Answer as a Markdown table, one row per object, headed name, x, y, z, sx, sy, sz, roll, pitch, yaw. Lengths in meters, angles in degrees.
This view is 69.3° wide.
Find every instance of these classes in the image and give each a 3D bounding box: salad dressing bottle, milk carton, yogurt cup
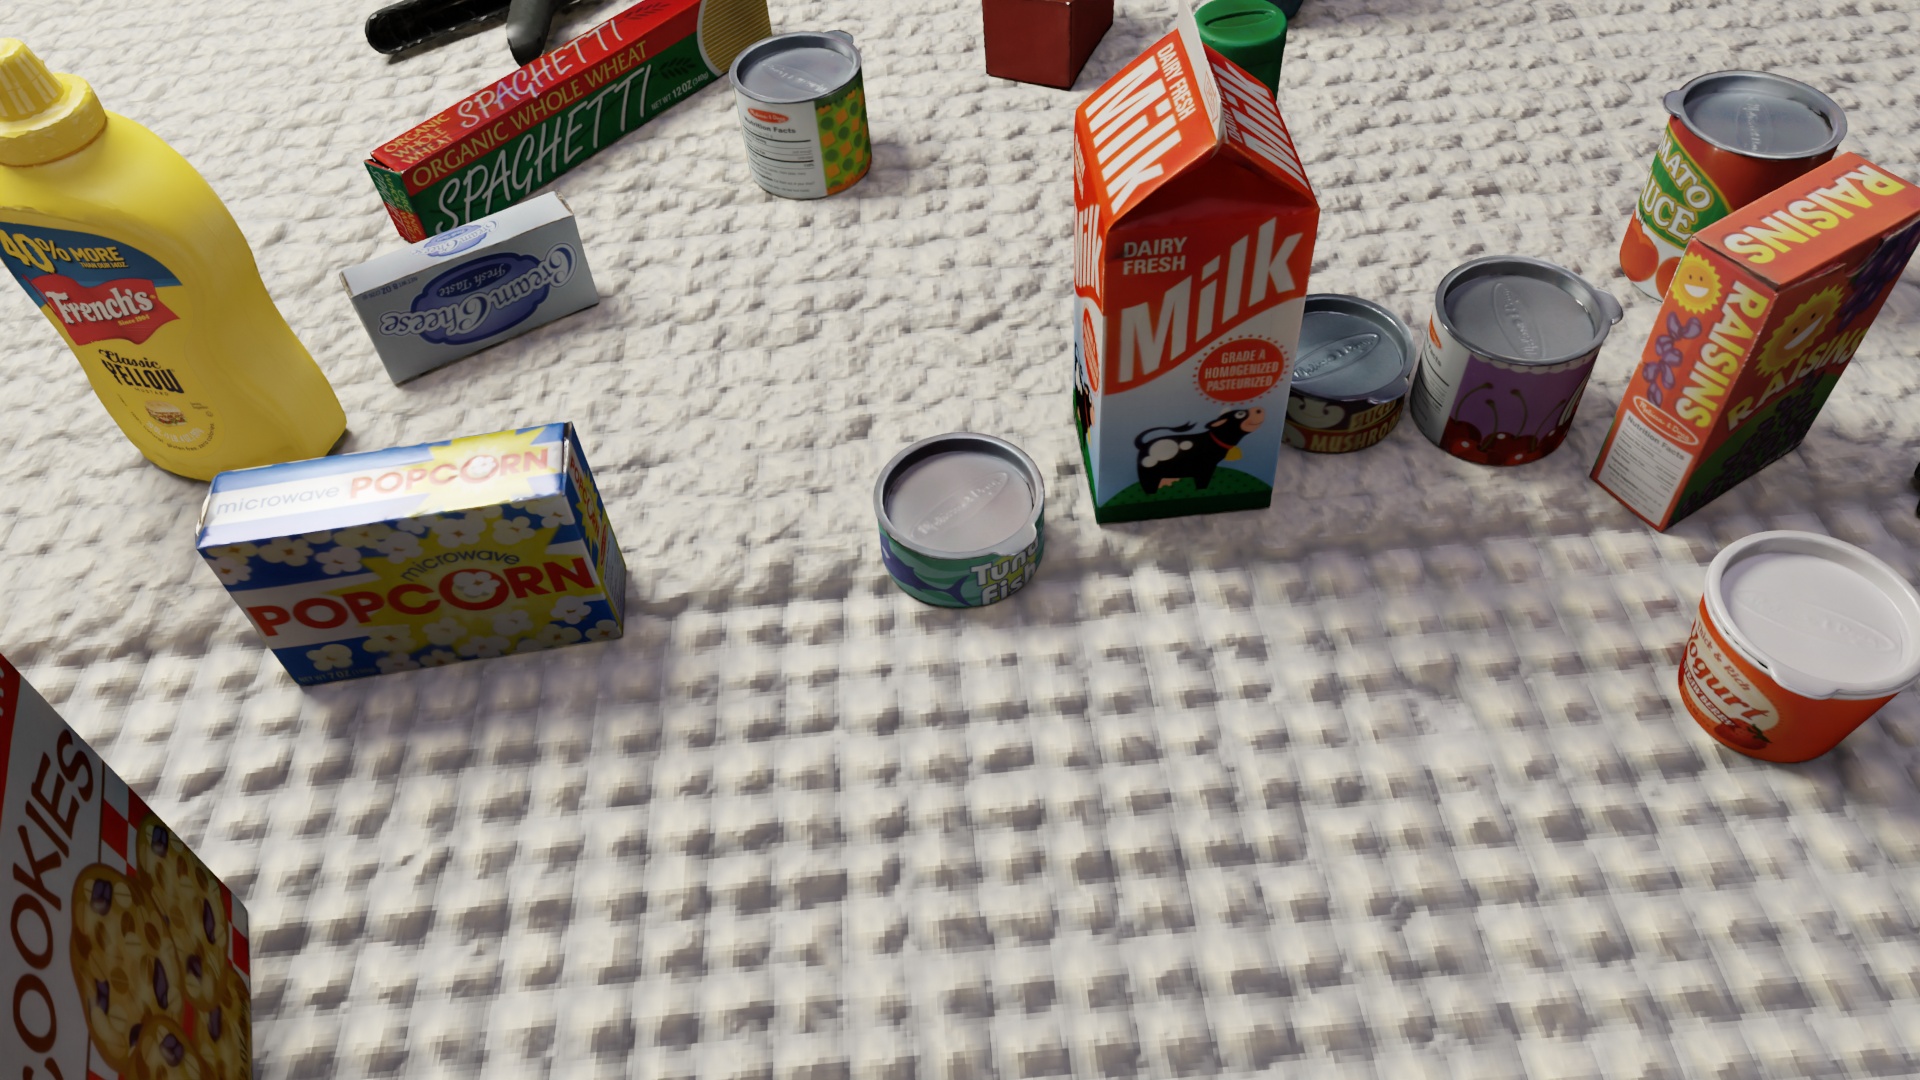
| name | x | y | z | sx | sy | sz | roll | pitch | yaw |
| --- | --- | --- | --- | --- | --- | --- | --- | --- | --- |
| salad dressing bottle | 0.109 | -0.151 | 0.583 | 0.064 | 0.146 | 0.044 | -13 | 50 | -7 |
| milk carton | 0.081 | -0.096 | 0.508 | 0.073 | 0.189 | 0.073 | -6 | 49 | -1 |
| yogurt cup | 0.280 | 0.038 | 0.469 | 0.072 | 0.053 | 0.073 | -2 | 49 | 2 |

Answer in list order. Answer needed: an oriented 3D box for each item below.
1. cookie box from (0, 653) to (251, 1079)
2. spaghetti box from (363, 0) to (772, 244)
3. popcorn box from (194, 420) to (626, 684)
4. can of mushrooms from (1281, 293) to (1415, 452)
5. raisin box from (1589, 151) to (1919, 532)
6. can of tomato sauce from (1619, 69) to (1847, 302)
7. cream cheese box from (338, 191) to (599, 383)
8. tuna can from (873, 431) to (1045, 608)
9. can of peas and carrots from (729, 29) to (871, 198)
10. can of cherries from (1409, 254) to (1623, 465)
| name | x | y | z | sx | sy | sz | roll | pitch | yaw |
| --- | --- | --- | --- | --- | --- | --- | --- | --- | --- |
| cookie box | -0.241 | 0.117 | 0.362 | 0.040 | 0.166 | 0.123 | -17 | 50 | -10 |
| spaghetti box | -0.200 | -0.239 | 0.745 | 0.029 | 0.050 | 0.251 | 31 | 58 | 27 |
| popcorn box | -0.195 | 0.006 | 0.509 | 0.127 | 0.084 | 0.038 | -9 | 49 | -4 |
| can of mushrooms | 0.156 | -0.069 | 0.584 | 0.071 | 0.033 | 0.071 | -2 | 49 | 2 |
| raisin box | 0.294 | -0.071 | 0.516 | 0.086 | 0.122 | 0.040 | -26 | 53 | -18 |
| can of tomato sauce | 0.334 | -0.152 | 0.611 | 0.071 | 0.082 | 0.071 | -2 | 49 | 2 |
| cream cheese box | -0.222 | -0.116 | 0.638 | 0.104 | 0.053 | 0.024 | -27 | 53 | -18 |
| tuna can | 0.002 | -0.007 | 0.541 | 0.071 | 0.032 | 0.071 | -2 | 49 | 2 |
| can of peas and carrots | -0.079 | -0.220 | 0.714 | 0.071 | 0.058 | 0.071 | -2 | 49 | 2 |
| can of cherries | 0.224 | -0.073 | 0.565 | 0.071 | 0.058 | 0.072 | -2 | 49 | 2 |
